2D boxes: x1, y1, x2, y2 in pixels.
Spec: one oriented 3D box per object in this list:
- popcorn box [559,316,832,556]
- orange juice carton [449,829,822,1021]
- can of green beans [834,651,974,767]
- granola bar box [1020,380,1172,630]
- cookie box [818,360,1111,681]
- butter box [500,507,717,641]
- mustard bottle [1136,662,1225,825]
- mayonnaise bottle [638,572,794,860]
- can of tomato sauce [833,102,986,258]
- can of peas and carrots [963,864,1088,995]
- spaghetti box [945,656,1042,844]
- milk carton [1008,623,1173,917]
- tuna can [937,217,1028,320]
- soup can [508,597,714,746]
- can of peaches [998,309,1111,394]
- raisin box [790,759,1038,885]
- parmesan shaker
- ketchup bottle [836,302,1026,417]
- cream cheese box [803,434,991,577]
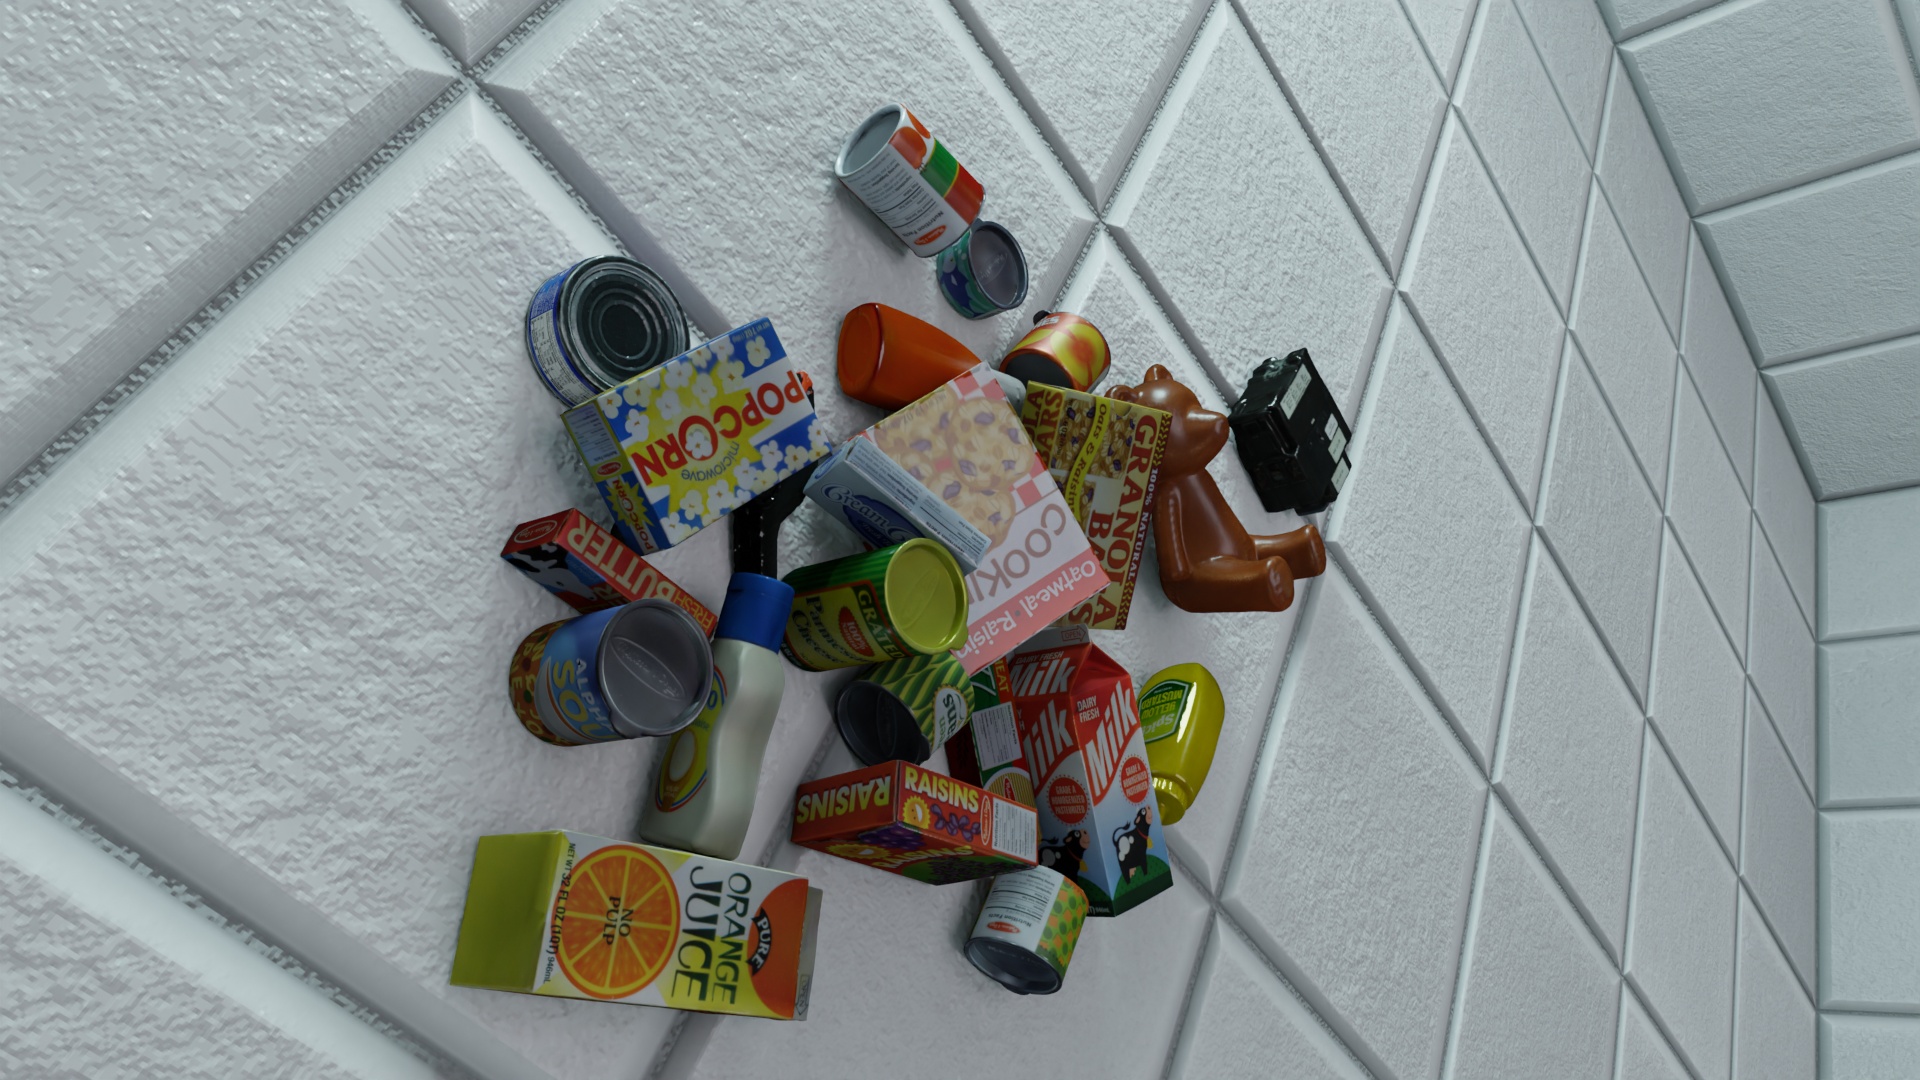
[{"bbox_3d":[-0.137,-0.058,0.742,0.127,0.038,0.085,-36,107,-42],"label":"popcorn box"},{"bbox_3d":[-0.144,0.197,0.695,0.192,0.073,0.072,25,62,-42],"label":"orange juice carton"},{"bbox_3d":[-0.033,0.101,0.847,0.058,0.071,0.071,-36,106,-47],"label":"can of green beans"},{"bbox_3d":[0.084,-0.021,0.983,0.124,0.039,0.165,7,98,-45],"label":"granola bar box"},{"bbox_3d":[0.003,-0.011,0.886,0.123,0.040,0.167,-32,96,-21],"label":"cookie box"},{"bbox_3d":[-0.180,0.024,0.717,0.103,0.053,0.024,43,53,-32],"label":"butter box"},{"bbox_3d":[0.154,0.159,1.022,0.048,0.065,0.161,51,36,-22],"label":"mustard bottle"},{"bbox_3d":[-0.125,0.092,0.738,0.041,0.064,0.148,27,69,-39],"label":"mayonnaise bottle"},{"bbox_3d":[-0.034,-0.244,0.940,0.083,0.071,0.071,39,53,-34],"label":"can of tomato sauce"},{"bbox_3d":[0.044,0.250,0.893,0.070,0.071,0.059,50,47,-27],"label":"can of peas and carrots"},{"bbox_3d":[0.007,0.085,0.923,0.050,0.028,0.250,-8,85,-48],"label":"spaghetti box"},{"bbox_3d":[0.080,0.154,0.952,0.074,0.072,0.190,-10,87,-48],"label":"milk carton"},{"bbox_3d":[0.015,-0.197,1.005,0.071,0.032,0.071,15,69,-45],"label":"tuna can"},{"bbox_3d":[-0.175,0.069,0.687,0.071,0.083,0.071,15,69,-44],"label":"soup can"},{"bbox_3d":[0.067,-0.127,1.020,0.071,0.071,0.058,58,45,-20],"label":"can of peaches"},{"bbox_3d":[-0.025,0.170,0.822,0.123,0.086,0.040,29,54,-40],"label":"raisin box"},{"bbox_3d":[-0.053,0.042,0.813,0.071,0.103,0.071,15,69,-44],"label":"parmesan shaker"},{"bbox_3d":[-0.016,-0.111,0.941,0.149,0.043,0.065,14,73,-45],"label":"ketchup bottle"},{"bbox_3d":[-0.037,-0.014,0.816,0.103,0.053,0.024,39,53,-14],"label":"cream cheese box"}]
